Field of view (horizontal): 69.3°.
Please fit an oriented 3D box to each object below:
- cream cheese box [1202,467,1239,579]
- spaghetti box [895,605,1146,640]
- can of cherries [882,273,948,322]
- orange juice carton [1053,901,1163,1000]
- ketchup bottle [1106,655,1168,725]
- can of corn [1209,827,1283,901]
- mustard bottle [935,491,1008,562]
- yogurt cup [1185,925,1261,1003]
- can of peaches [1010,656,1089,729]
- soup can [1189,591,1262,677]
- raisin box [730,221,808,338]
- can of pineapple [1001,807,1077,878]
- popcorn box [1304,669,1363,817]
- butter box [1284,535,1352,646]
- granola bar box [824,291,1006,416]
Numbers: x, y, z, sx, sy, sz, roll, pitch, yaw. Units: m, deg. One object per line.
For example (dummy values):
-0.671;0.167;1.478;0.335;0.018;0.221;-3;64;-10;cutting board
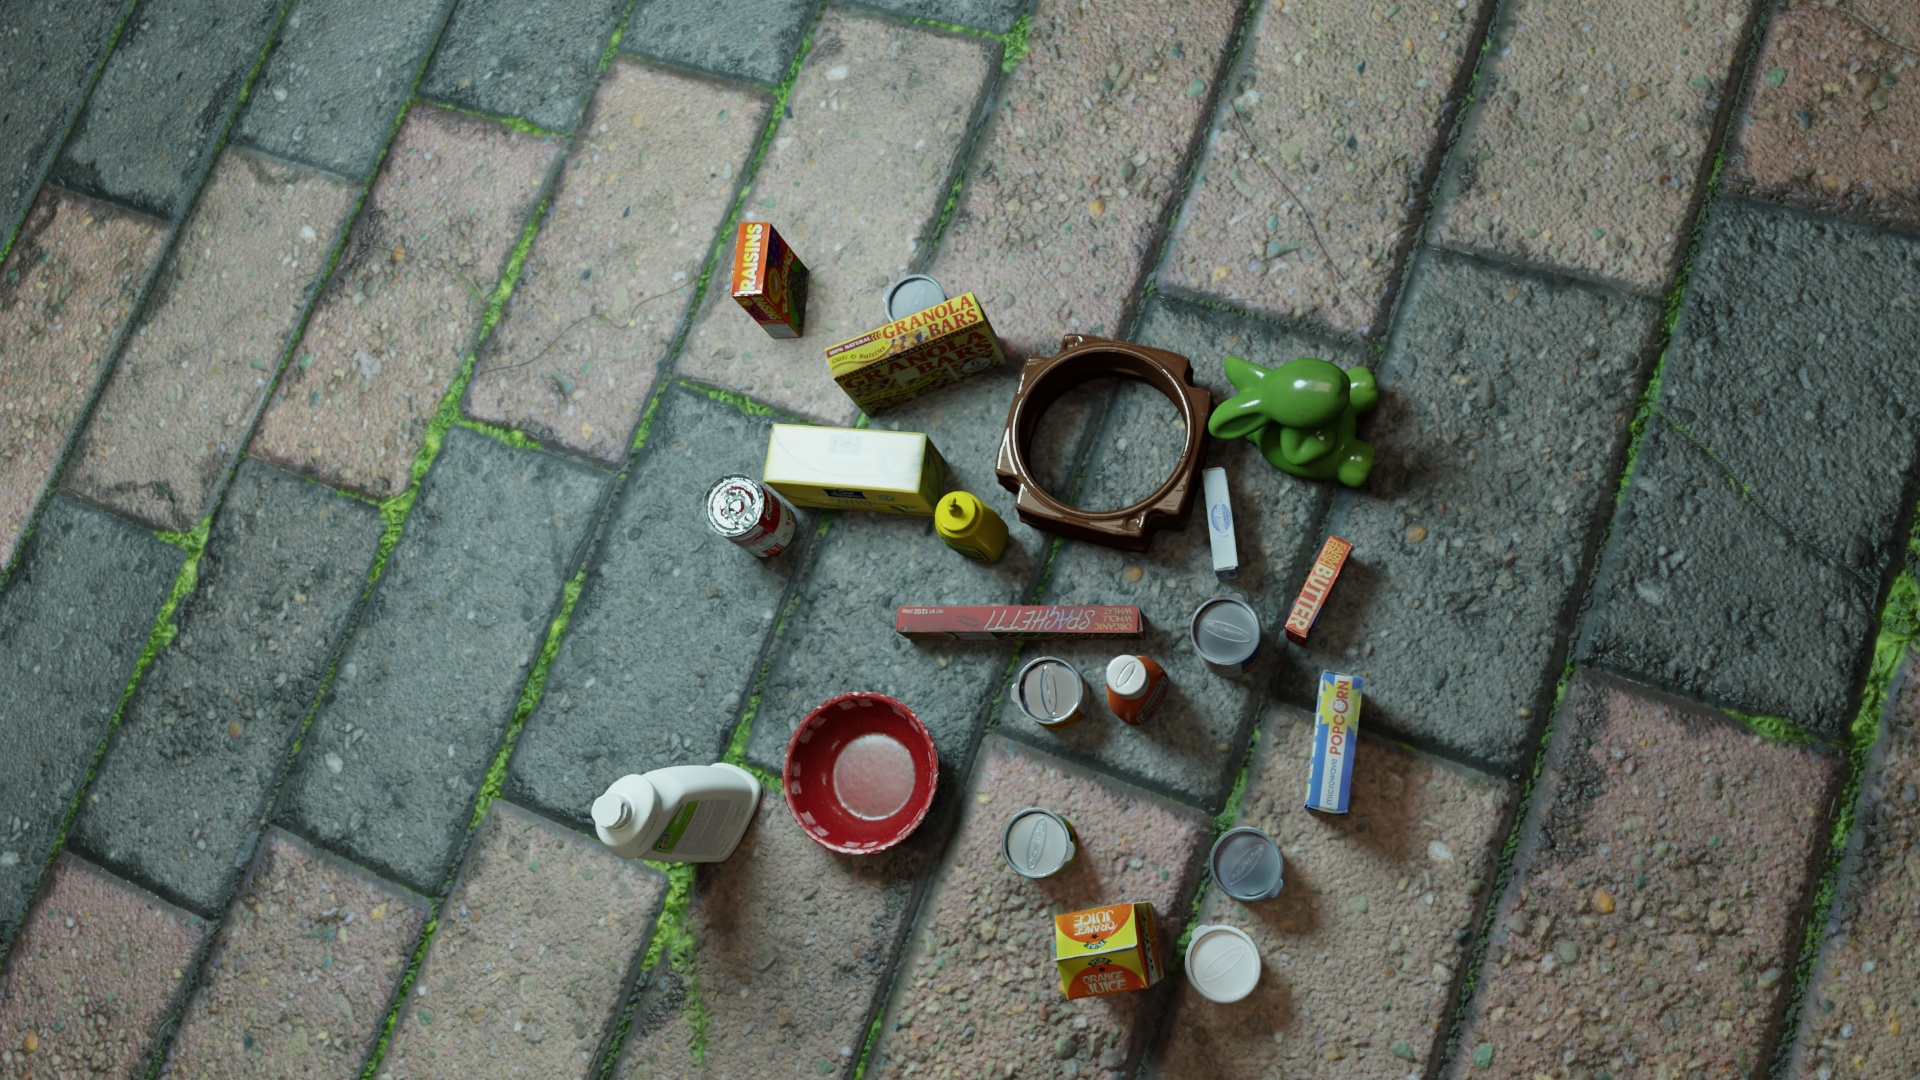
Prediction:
0.259;-0.016;1.381;0.024;0.053;0.104;-8;74;12;cream cheese box
0.062;0.084;1.404;0.250;0.050;0.029;-1;76;13;spaghetti box
-0.044;-0.249;1.511;0.071;0.058;0.071;-3;75;13;can of cherries
0.132;0.364;1.239;0.072;0.192;0.073;-12;74;11;orange juice carton
0.164;0.137;1.314;0.043;0.148;0.065;32;86;19;ketchup bottle
0.269;0.304;1.294;0.071;0.058;0.071;-3;75;13;can of corn
0.005;-0.017;1.385;0.065;0.160;0.049;17;81;17;mustard bottle
0.243;0.389;1.280;0.072;0.054;0.072;-3;75;13;yogurt cup
0.090;0.152;1.376;0.071;0.058;0.071;-3;75;13;can of peaches
0.258;0.091;1.338;0.071;0.083;0.071;-3;76;13;soup can
-0.208;-0.284;1.525;0.040;0.123;0.086;2;77;14;raisin box
0.079;0.294;1.341;0.071;0.058;0.071;-3;75;13;can of pineapple
0.346;0.191;1.290;0.038;0.085;0.127;7;78;15;popcorn box
0.346;0.049;1.344;0.024;0.053;0.103;26;83;18;butter box
-0.045;-0.195;1.462;0.165;0.124;0.039;-20;73;8;granola bar box
